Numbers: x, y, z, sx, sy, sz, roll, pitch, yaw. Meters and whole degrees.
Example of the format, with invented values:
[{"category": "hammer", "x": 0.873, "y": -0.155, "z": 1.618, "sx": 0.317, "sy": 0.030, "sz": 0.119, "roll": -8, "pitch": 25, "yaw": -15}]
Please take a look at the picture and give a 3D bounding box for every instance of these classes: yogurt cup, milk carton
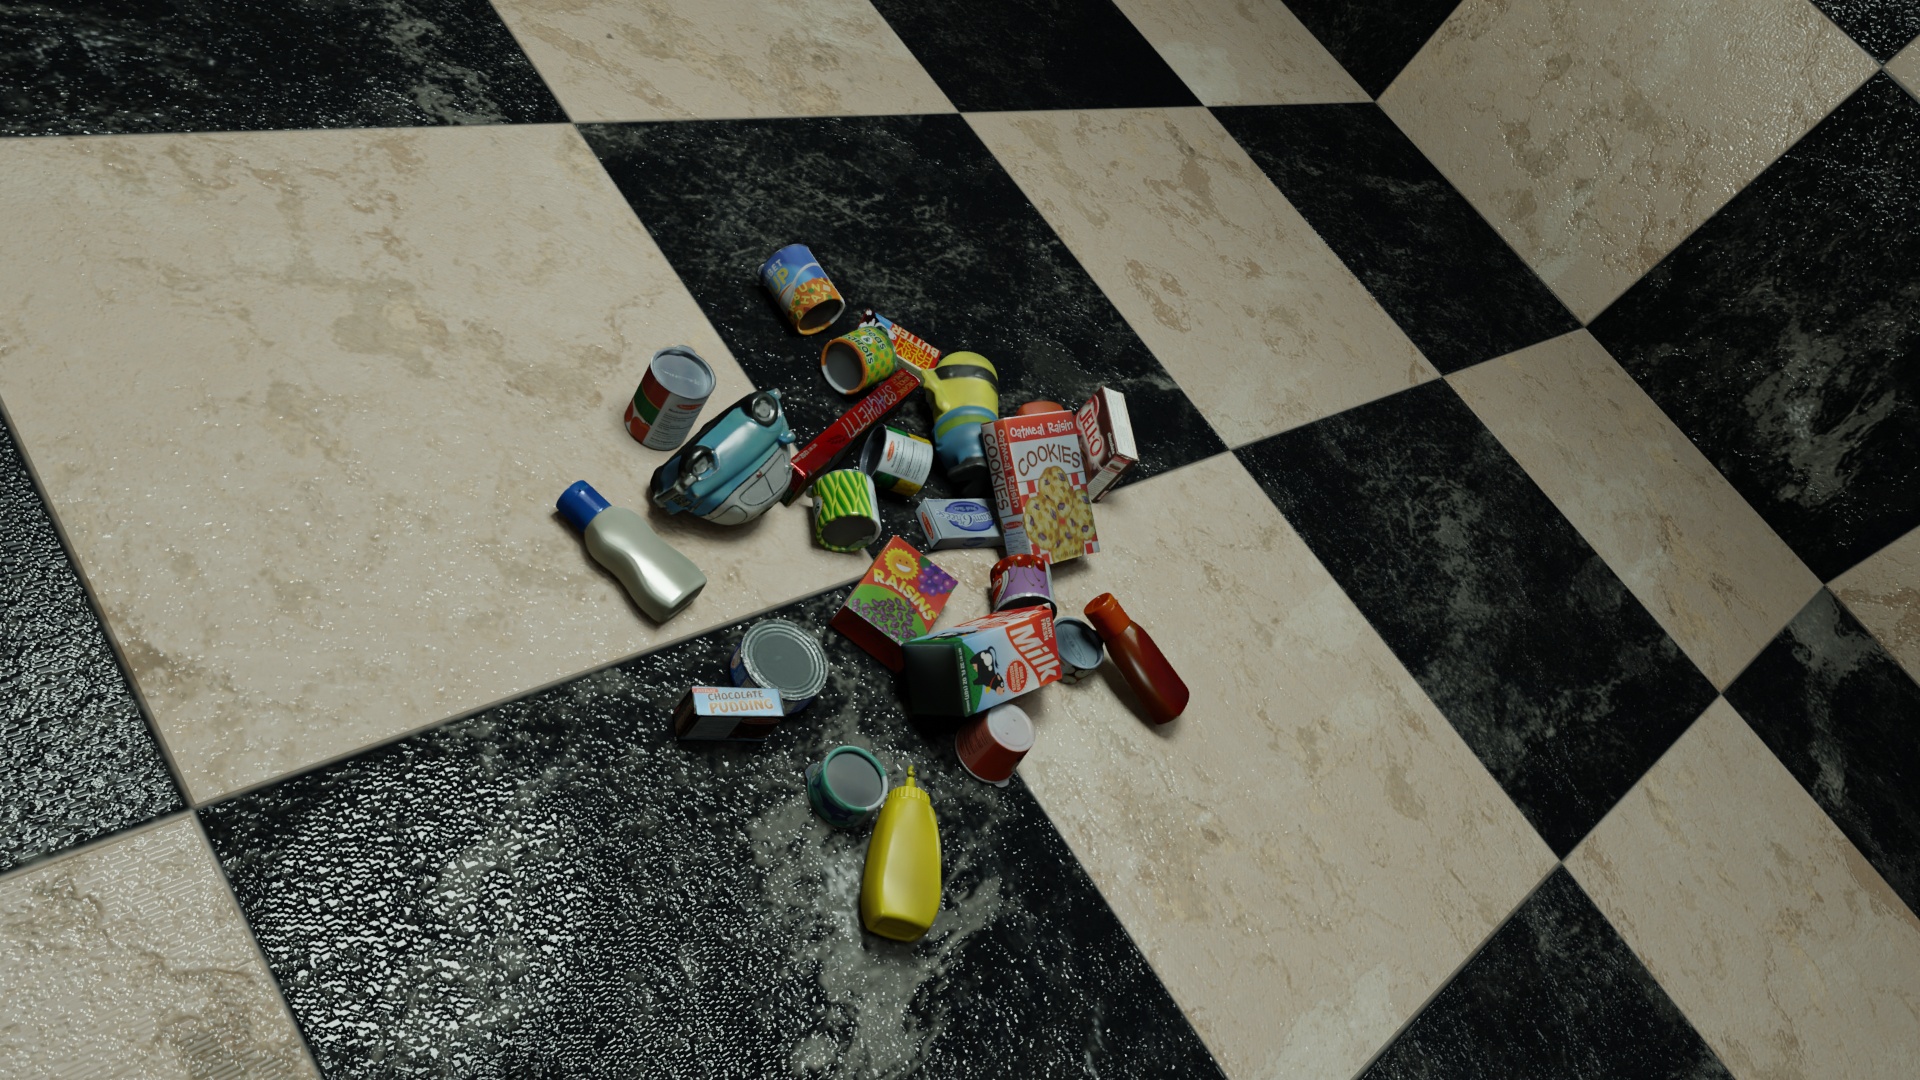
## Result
[{"category": "yogurt cup", "x": 0.036, "y": 0.192, "z": 1.339, "sx": 0.072, "sy": 0.053, "sz": 0.073, "roll": 20, "pitch": 44, "yaw": -20}, {"category": "milk carton", "x": 0.036, "y": 0.114, "z": 1.370, "sx": 0.191, "sy": 0.073, "sz": 0.072, "roll": -14, "pitch": 97, "yaw": -47}]

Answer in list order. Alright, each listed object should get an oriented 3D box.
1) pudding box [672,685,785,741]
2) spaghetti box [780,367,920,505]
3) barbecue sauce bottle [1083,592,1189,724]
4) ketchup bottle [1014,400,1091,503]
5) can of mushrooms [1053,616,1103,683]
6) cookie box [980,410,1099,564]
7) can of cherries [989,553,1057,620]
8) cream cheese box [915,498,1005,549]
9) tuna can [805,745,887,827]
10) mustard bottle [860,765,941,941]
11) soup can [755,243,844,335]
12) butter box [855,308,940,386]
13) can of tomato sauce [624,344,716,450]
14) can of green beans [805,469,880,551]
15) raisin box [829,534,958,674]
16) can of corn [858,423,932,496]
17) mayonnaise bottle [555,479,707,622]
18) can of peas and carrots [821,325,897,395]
[{"category": "pudding box", "x": -0.201, "y": 0.151, "z": 1.206, "sx": 0.084, "sy": 0.049, "sz": 0.030, "roll": 6, "pitch": 53, "yaw": -32}, {"category": "spaghetti box", "x": -0.120, "y": -0.117, "z": 1.502, "sx": 0.028, "sy": 0.050, "sz": 0.251, "roll": 42, "pitch": 41, "yaw": 1}, {"category": "barbecue sauce bottle", "x": 0.188, "y": 0.123, "z": 1.485, "sx": 0.148, "sy": 0.043, "sz": 0.065, "roll": 53, "pitch": 30, "yaw": -13}, {"category": "ketchup bottle", "x": 0.115, "y": -0.098, "z": 1.662, "sx": 0.065, "sy": 0.043, "sz": 0.149, "roll": -1, "pitch": 55, "yaw": -29}, {"category": "can of mushrooms", "x": 0.119, "y": 0.117, "z": 1.481, "sx": 0.071, "sy": 0.033, "sz": 0.071, "roll": 20, "pitch": 44, "yaw": -20}, {"category": "cookie box", "x": 0.089, "y": -0.058, "z": 1.549, "sx": 0.123, "sy": 0.040, "sz": 0.167, "roll": -12, "pitch": 90, "yaw": -48}, {"category": "can of cherries", "x": 0.064, "y": 0.056, "z": 1.471, "sx": 0.071, "sy": 0.071, "sz": 0.059, "roll": 15, "pitch": 46, "yaw": -25}, {"category": "cream cheese box", "x": 0.005, "y": -0.019, "z": 1.526, "sx": 0.104, "sy": 0.024, "sz": 0.053, "roll": -2, "pitch": 56, "yaw": -37}, {"category": "tuna can", "x": -0.102, "y": 0.216, "z": 1.233, "sx": 0.071, "sy": 0.032, "sz": 0.071, "roll": 20, "pitch": 45, "yaw": -21}, {"category": "mustard bottle", "x": -0.048, "y": 0.268, "z": 1.215, "sx": 0.065, "sy": 0.048, "sz": 0.161, "roll": 23, "pitch": 43, "yaw": -18}, {"category": "soup can", "x": -0.184, "y": -0.287, "z": 1.595, "sx": 0.071, "sy": 0.071, "sz": 0.084, "roll": -17, "pitch": 66, "yaw": -44}, {"category": "butter box", "x": -0.077, "y": -0.229, "z": 1.652, "sx": 0.103, "sy": 0.024, "sz": 0.053, "roll": 30, "pitch": 43, "yaw": -11}, {"category": "can of tomato sauce", "x": -0.289, "y": -0.141, "z": 1.376, "sx": 0.071, "sy": 0.082, "sz": 0.071, "roll": 20, "pitch": 45, "yaw": -21}, {"category": "can of green beans", "x": -0.117, "y": -0.030, "z": 1.415, "sx": 0.071, "sy": 0.071, "sz": 0.058, "roll": 11, "pitch": 49, "yaw": -29}, {"category": "raisin box", "x": -0.064, "y": 0.063, "z": 1.392, "sx": 0.086, "sy": 0.040, "sz": 0.124, "roll": 36, "pitch": 42, "yaw": -3}, {"category": "can of corn", "x": -0.071, "y": -0.086, "z": 1.502, "sx": 0.058, "sy": 0.070, "sz": 0.071, "roll": 18, "pitch": 45, "yaw": -24}, {"category": "mayonnaise bottle", "x": -0.304, "y": 0.006, "z": 1.267, "sx": 0.148, "sy": 0.041, "sz": 0.065, "roll": 42, "pitch": 39, "yaw": 5}, {"category": "can of peas and carrots", "x": -0.114, "y": -0.205, "z": 1.569, "sx": 0.071, "sy": 0.070, "sz": 0.059, "roll": 48, "pitch": 42, "yaw": 9}]
